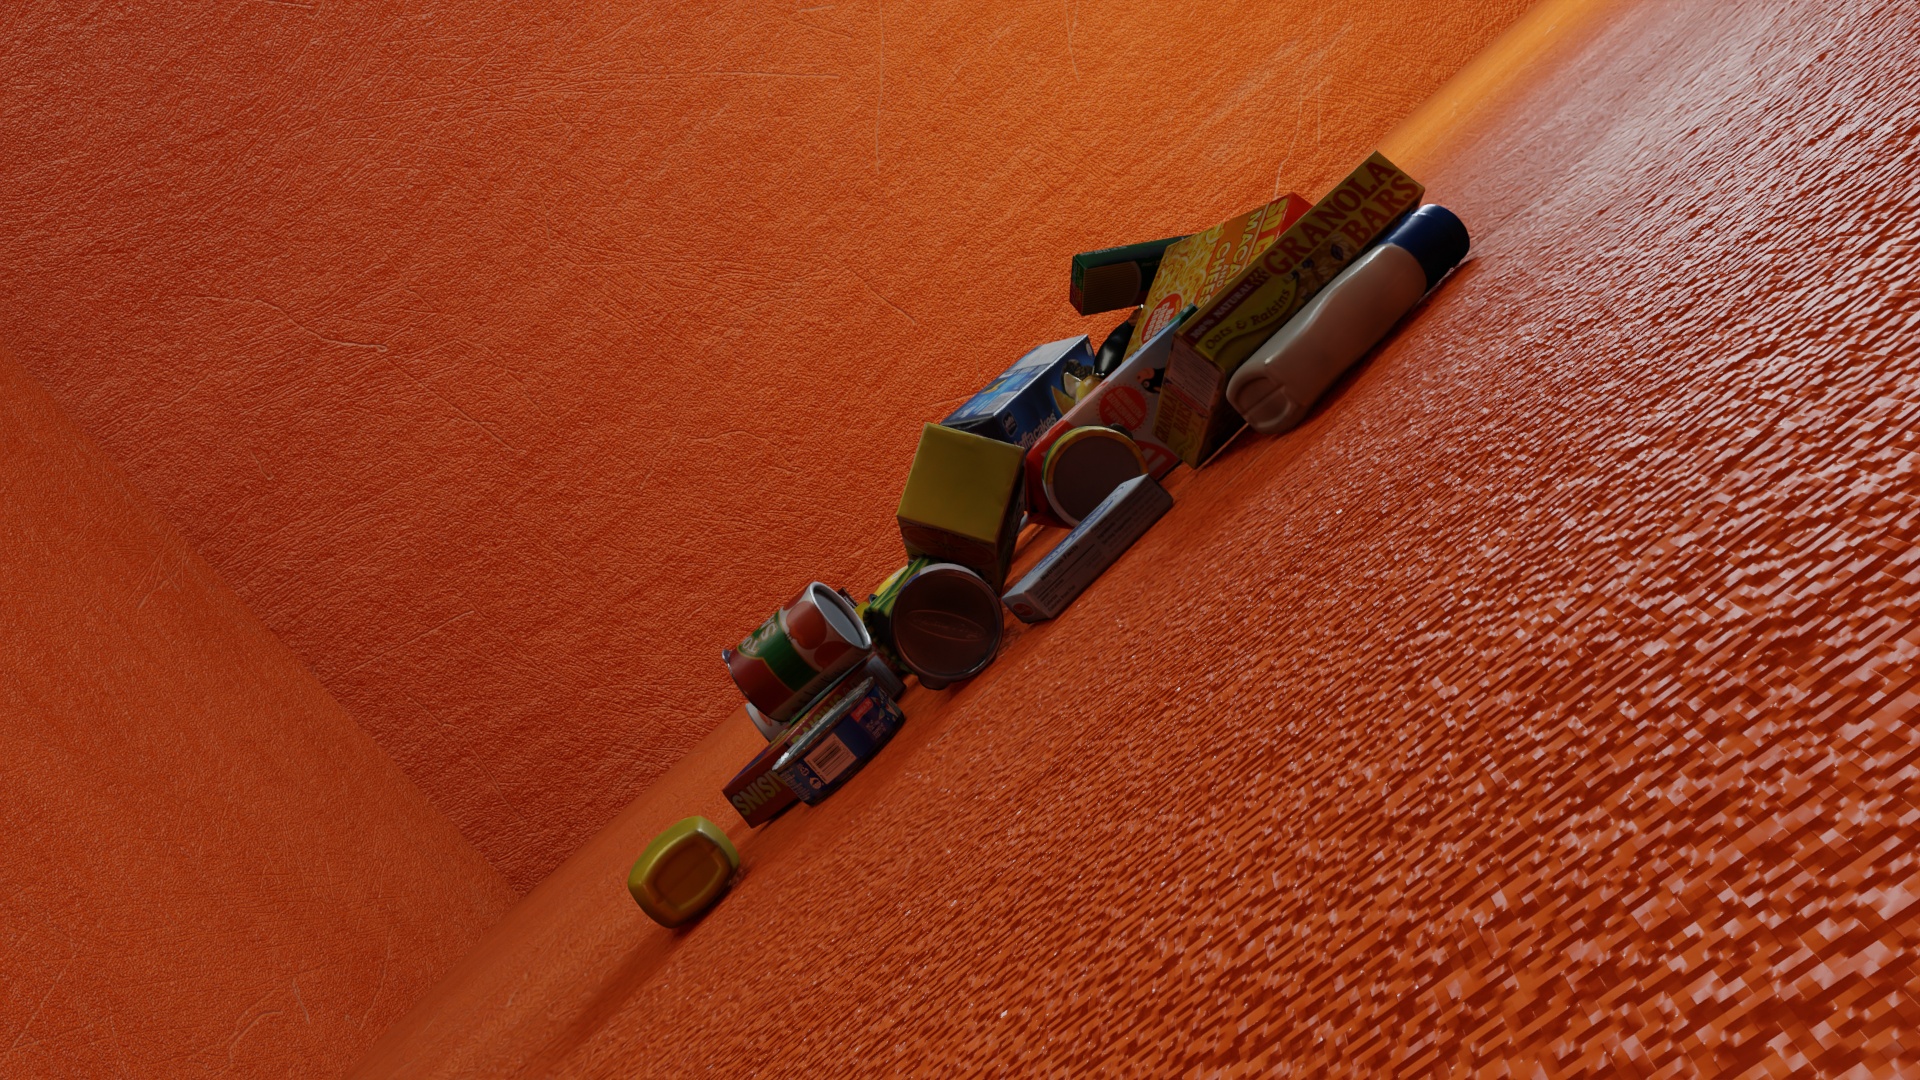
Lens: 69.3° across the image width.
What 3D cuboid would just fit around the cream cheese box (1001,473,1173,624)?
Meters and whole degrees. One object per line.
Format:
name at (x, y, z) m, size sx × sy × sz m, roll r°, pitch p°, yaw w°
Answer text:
cream cheese box at (0.073, 0.006, 0.798) m, size 0.104 × 0.024 × 0.053 m, roll -43°, pitch 4°, yaw -13°

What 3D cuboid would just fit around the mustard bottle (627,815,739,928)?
mustard bottle at (-0.179, 0.209, 0.890) m, size 0.065 × 0.049 × 0.160 m, roll -42°, pitch 2°, yaw -16°

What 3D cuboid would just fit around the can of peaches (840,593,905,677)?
can of peaches at (-0.070, 0.087, 1.110) m, size 0.058 × 0.071 × 0.071 m, roll -41°, pitch 3°, yaw 8°

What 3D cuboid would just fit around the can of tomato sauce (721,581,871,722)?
can of tomato sauce at (-0.117, 0.078, 1.001) m, size 0.083 × 0.071 × 0.071 m, roll -40°, pitch 3°, yaw 11°

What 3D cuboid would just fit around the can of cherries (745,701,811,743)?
can of cherries at (-0.130, 0.139, 1.128) m, size 0.058 × 0.071 × 0.071 m, roll -42°, pitch 3°, yaw 0°

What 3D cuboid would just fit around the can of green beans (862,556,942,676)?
can of green beans at (-0.027, 0.055, 0.990) m, size 0.058 × 0.071 × 0.071 m, roll -44°, pitch 3°, yaw -26°

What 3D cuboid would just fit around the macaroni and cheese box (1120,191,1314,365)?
macaroni and cheese box at (0.207, -0.195, 1.107) m, size 0.166 × 0.040 × 0.124 m, roll -8°, pitch 57°, yaw 63°

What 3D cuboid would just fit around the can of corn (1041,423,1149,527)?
can of corn at (0.087, -0.042, 0.885) m, size 0.071 × 0.071 × 0.058 m, roll -42°, pitch 3°, yaw 5°

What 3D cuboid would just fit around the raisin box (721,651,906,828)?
raisin box at (-0.103, 0.141, 0.986) m, size 0.085 × 0.040 × 0.124 m, roll -39°, pitch 3°, yaw 38°

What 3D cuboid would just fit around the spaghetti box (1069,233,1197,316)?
spaghetti box at (0.218, -0.247, 1.230) m, size 0.250 × 0.029 × 0.049 m, roll -12°, pitch -45°, yaw -13°

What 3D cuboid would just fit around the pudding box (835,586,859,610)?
pudding box at (-0.096, 0.086, 1.255) m, size 0.030 × 0.083 × 0.050 m, roll -41°, pitch 2°, yaw 18°

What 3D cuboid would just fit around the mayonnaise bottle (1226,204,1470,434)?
mayonnaise bottle at (0.203, -0.117, 0.716) m, size 0.148 × 0.041 × 0.064 m, roll -42°, pitch -1°, yaw -16°

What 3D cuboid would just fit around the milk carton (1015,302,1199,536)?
milk carton at (0.111, -0.072, 0.953) m, size 0.190 × 0.073 × 0.072 m, roll -42°, pitch 3°, yaw 14°

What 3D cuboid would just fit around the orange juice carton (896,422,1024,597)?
orange juice carton at (0.004, -0.013, 1.018) m, size 0.192 × 0.072 × 0.073 m, roll 82°, pitch -156°, yaw -73°

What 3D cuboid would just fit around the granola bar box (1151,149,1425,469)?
granola bar box at (0.184, -0.127, 0.794) m, size 0.166 × 0.039 × 0.123 m, roll -42°, pitch -17°, yaw -14°

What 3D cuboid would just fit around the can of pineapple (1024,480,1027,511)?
can of pineapple at (0.085, -0.061, 1.252) m, size 0.070 × 0.071 × 0.058 m, roll -40°, pitch 3°, yaw 40°

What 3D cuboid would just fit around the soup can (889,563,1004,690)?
soup can at (-0.010, 0.051, 0.844) m, size 0.071 × 0.071 × 0.084 m, roll -42°, pitch 2°, yaw -1°
